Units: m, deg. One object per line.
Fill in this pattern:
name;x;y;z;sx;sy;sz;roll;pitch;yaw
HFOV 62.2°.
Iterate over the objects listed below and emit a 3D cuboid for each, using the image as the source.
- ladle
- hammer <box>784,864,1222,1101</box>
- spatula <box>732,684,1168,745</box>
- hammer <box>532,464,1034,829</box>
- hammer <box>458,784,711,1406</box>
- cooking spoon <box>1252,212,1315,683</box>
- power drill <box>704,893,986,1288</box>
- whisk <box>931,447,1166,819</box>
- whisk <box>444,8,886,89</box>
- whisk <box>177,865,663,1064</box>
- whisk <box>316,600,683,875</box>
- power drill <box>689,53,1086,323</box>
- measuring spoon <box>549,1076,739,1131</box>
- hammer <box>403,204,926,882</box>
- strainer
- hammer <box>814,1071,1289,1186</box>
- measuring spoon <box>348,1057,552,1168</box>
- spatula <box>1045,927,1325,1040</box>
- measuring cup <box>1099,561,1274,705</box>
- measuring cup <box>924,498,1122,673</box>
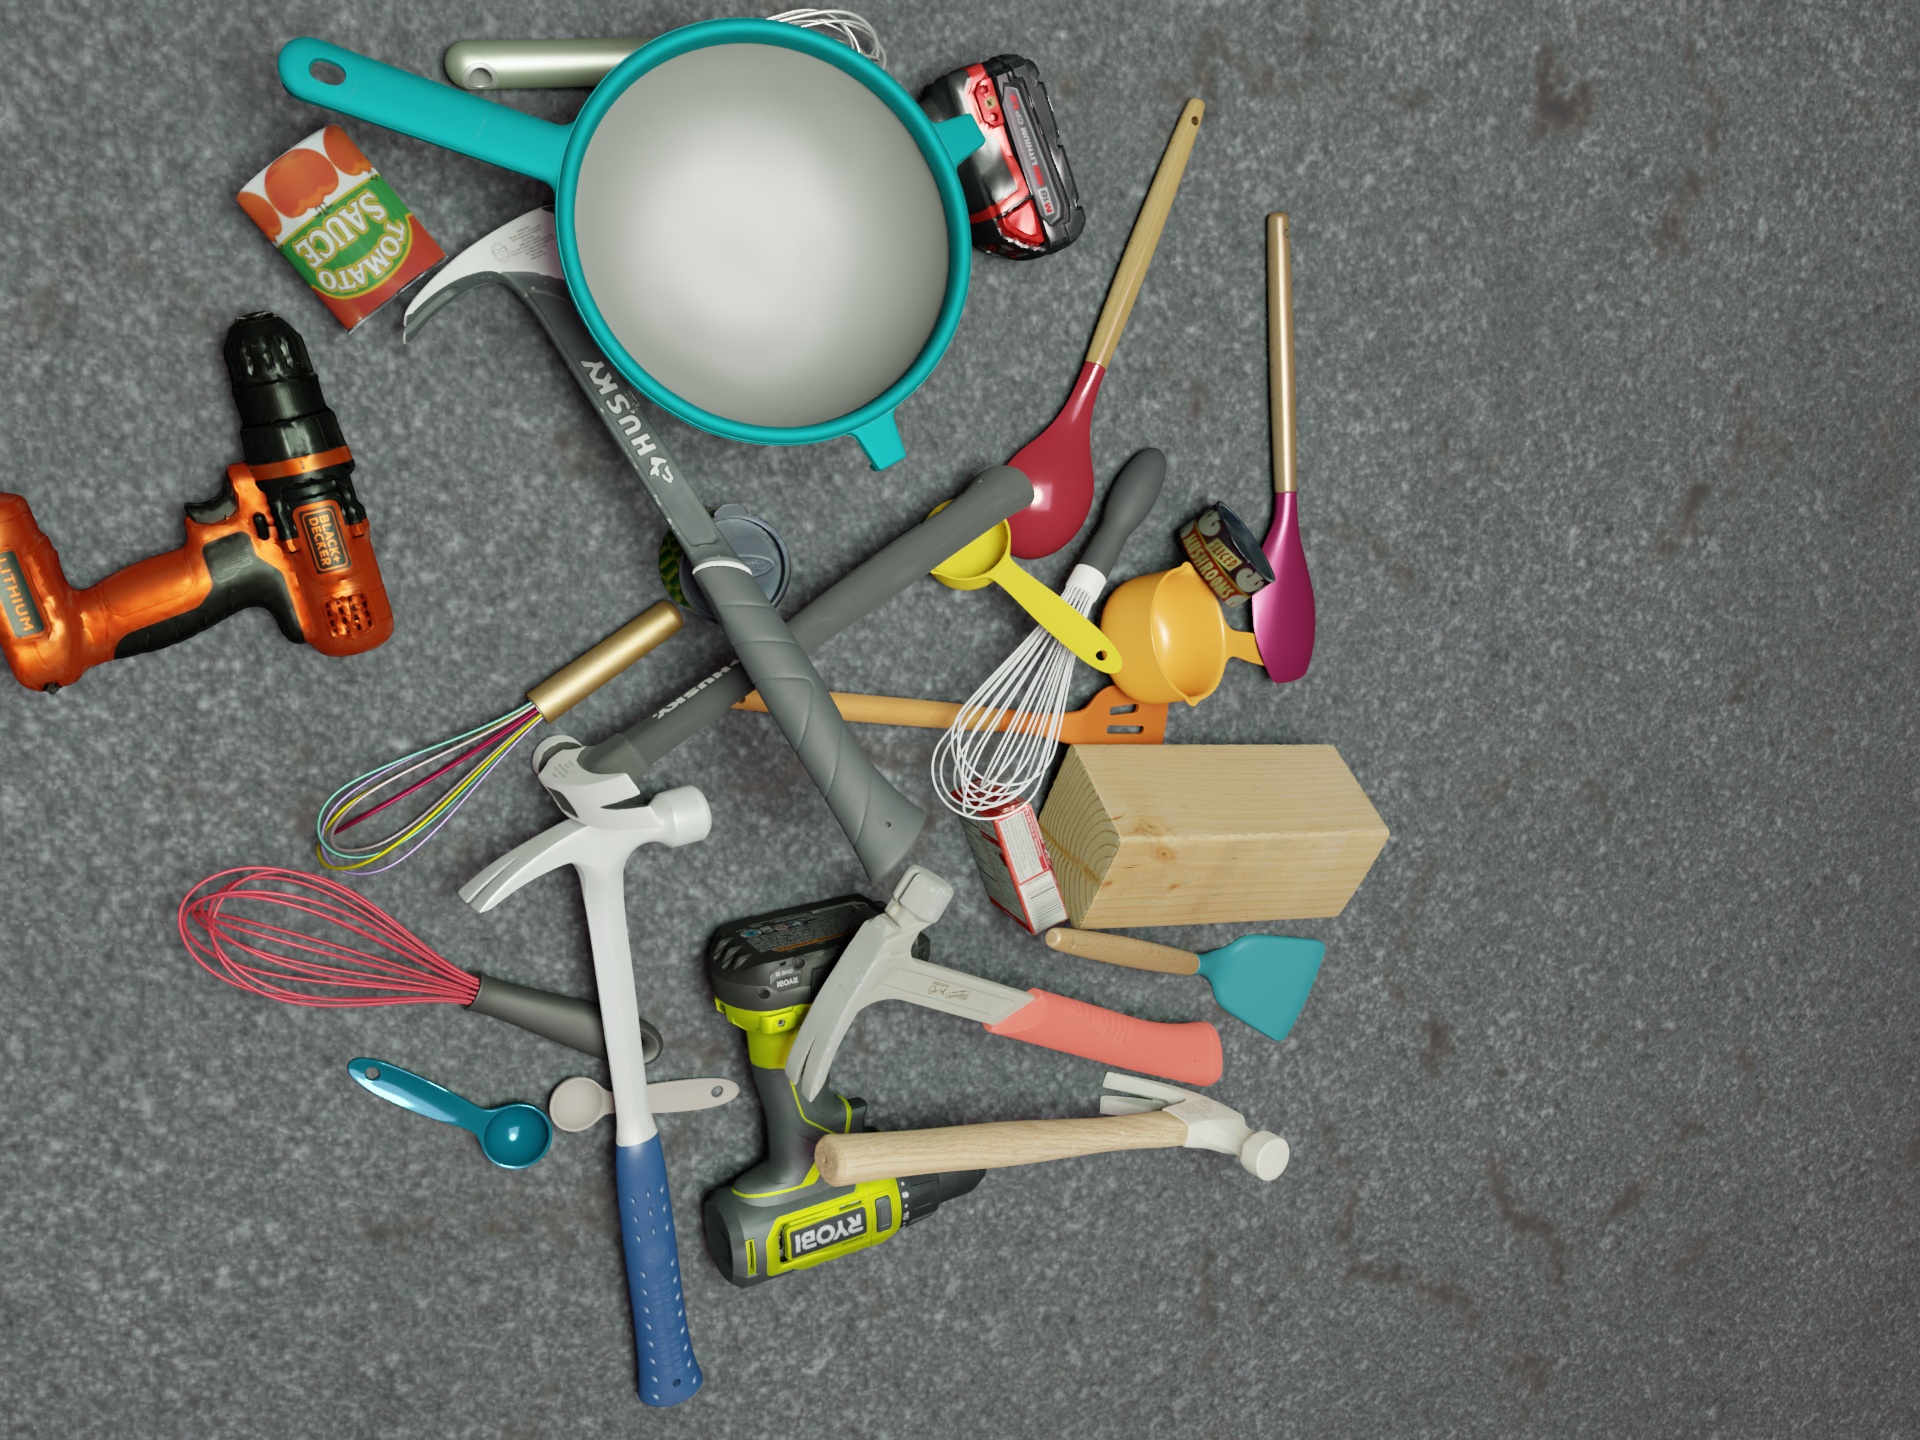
ladle;0.097;-0.252;1.026;0.069;0.031;0.315;21;90;-26
hammer;0.053;0.203;1.034;0.358;0.037;0.149;25;98;-43
spatula;-0.002;-0.003;1.036;0.322;0.041;0.081;5;98;-20
hammer;-0.092;-0.049;0.924;0.335;0.146;0.035;-36;114;-15
hammer;-0.204;0.245;0.965;0.144;0.035;0.405;-15;113;-32
cooking spoon;0.223;-0.183;1.092;0.068;0.017;0.319;-13;104;-39
power drill;-0.073;0.235;1.023;0.190;0.080;0.228;-10;107;-28
whisk;0.065;-0.062;1.015;0.070;0.070;0.285;37;70;-25
whisk;-0.159;-0.368;0.885;0.246;0.057;0.059;-9;65;-18
whisk;-0.301;0.152;0.921;0.295;0.073;0.073;26;90;-32
whisk;-0.264;0.004;0.916;0.245;0.047;0.051;-38;111;-17
power drill;-0.047;-0.291;0.930;0.219;0.079;0.143;-25;108;-14
measuring spoon;-0.200;0.237;1.005;0.124;0.018;0.034;3;98;-31
hammer;-0.142;-0.094;0.849;0.149;0.036;0.409;-30;86;-25
strainer;-0.166;-0.260;0.812;0.340;0.095;0.211;15;86;-18
hammer;0.053;0.271;1.032;0.331;0.130;0.031;6;97;-35
measuring spoon;-0.306;0.230;0.958;0.128;0.021;0.042;29;92;-16
spatula;0.155;0.167;1.087;0.317;0.044;0.082;19;96;-52
measuring cup;0.158;-0.051;1.084;0.173;0.052;0.095;7;79;-50
measuring cup;0.040;-0.077;0.989;0.156;0.029;0.062;42;79;13
